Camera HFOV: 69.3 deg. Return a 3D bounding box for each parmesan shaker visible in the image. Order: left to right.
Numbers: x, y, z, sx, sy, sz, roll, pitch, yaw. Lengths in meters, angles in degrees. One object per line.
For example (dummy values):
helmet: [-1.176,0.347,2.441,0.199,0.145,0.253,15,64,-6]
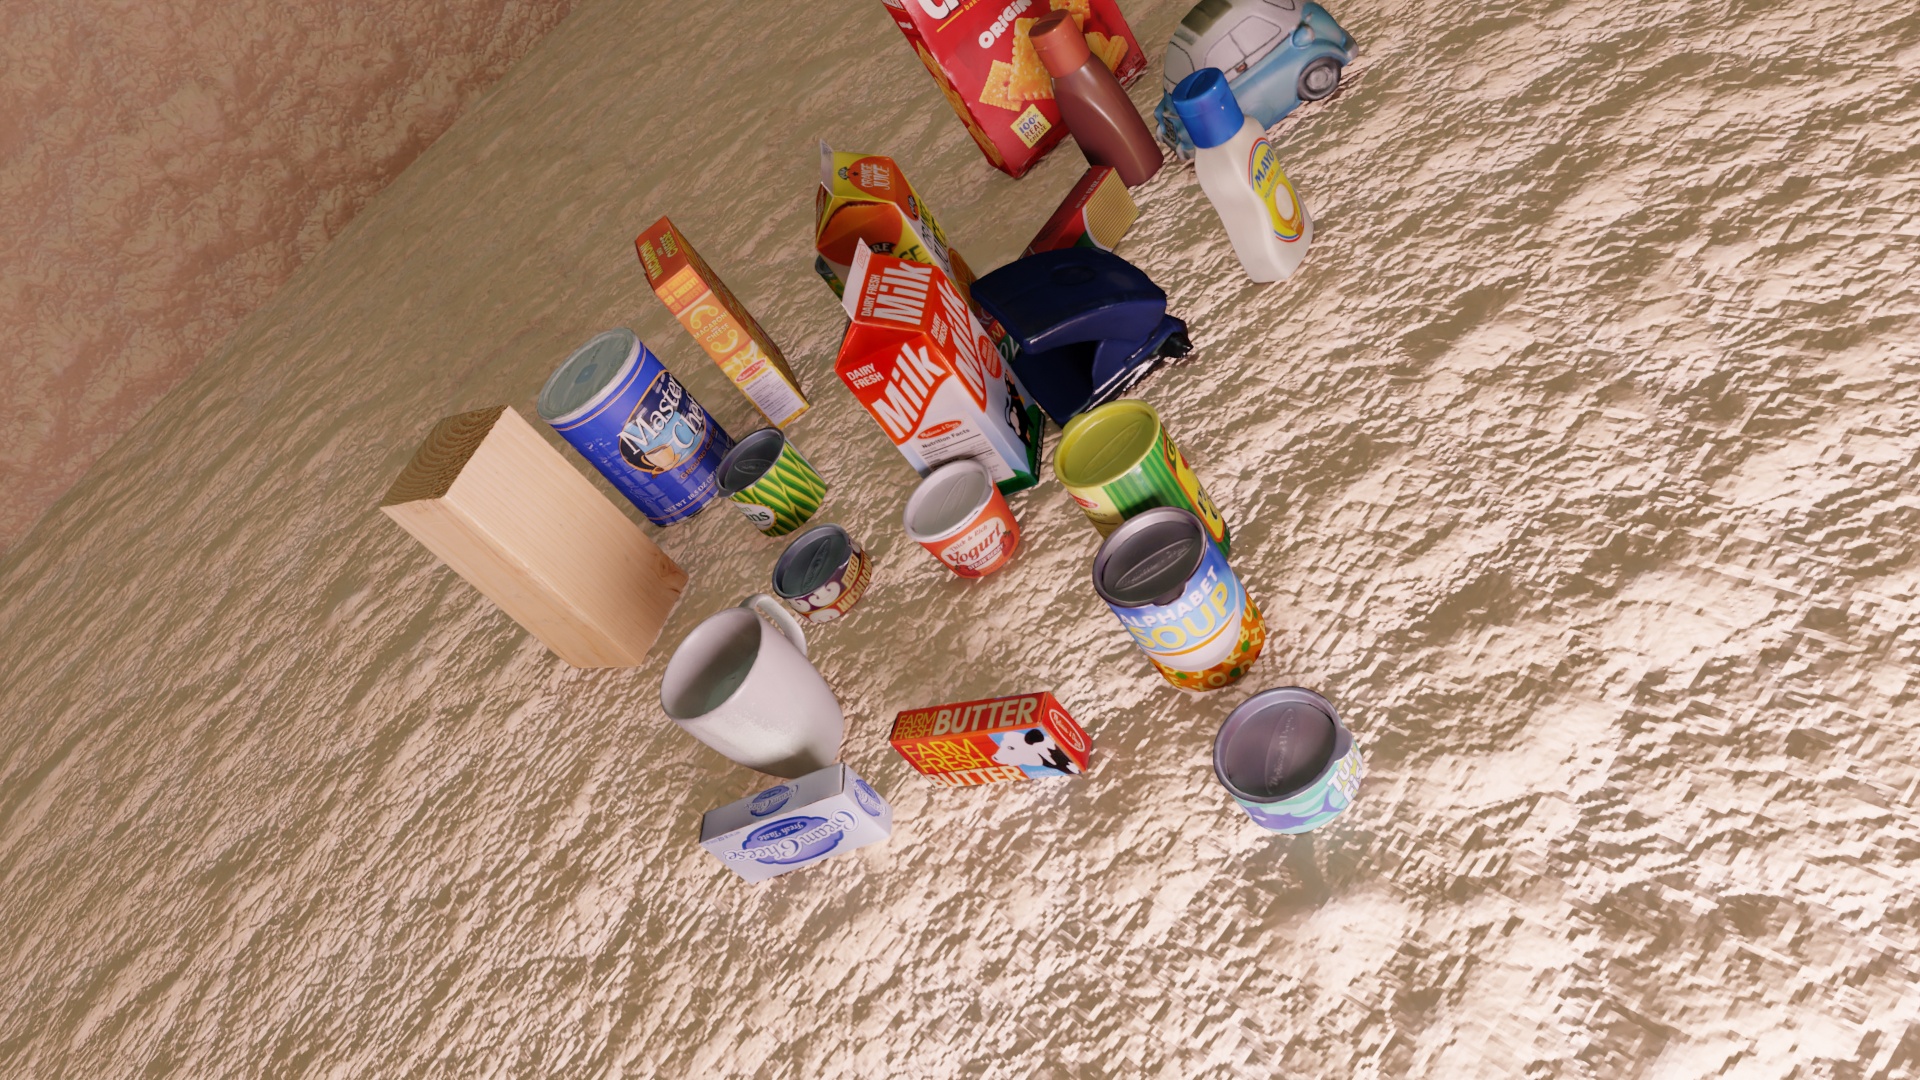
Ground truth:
parmesan shaker: [0.106,-0.024,0.805,0.071,0.102,0.072,-23,40,21]

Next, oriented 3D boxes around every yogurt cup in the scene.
yogurt cup: [0.003,-0.012,0.921,0.072,0.053,0.073,-23,40,21]

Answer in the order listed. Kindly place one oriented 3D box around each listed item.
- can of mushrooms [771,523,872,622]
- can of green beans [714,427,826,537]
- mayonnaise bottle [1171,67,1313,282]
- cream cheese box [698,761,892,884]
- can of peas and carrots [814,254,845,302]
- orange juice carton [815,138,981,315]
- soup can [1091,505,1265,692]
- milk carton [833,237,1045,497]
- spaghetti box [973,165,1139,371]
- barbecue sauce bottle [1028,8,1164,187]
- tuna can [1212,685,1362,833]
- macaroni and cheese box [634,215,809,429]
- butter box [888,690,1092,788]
can of mushrooms: [-0.096,0.023,0.987,0.071,0.033,0.071,-23,40,21]
can of green beans: [-0.147,-0.045,1.081,0.071,0.057,0.071,-23,40,21]
mayonnaise bottle: [0.188,-0.244,0.925,0.041,0.147,0.065,2,53,42]
cream cheese box: [-0.097,0.168,0.821,0.103,0.053,0.024,-23,40,21]
can of peas and carrots: [-0.084,-0.236,1.224,0.071,0.058,0.071,-23,40,21]
orange juice carton: [-0.052,-0.219,1.067,0.073,0.192,0.072,-26,39,18]
soup can: [0.119,0.035,0.748,0.071,0.083,0.072,-23,40,21]
milk carton: [-0.021,-0.112,0.931,0.073,0.190,0.073,-19,42,26]
spaghetti box: [0.053,-0.182,1.058,0.029,0.050,0.251,15,62,48]
barbecue sauce bottle: [0.105,-0.350,1.106,0.065,0.148,0.044,18,65,49]
tuna can: [0.162,0.107,0.679,0.071,0.032,0.071,-23,40,21]
macaroni and cheese box: [-0.204,-0.185,1.184,0.040,0.166,0.124,-37,37,4]
butter box: [0.016,0.113,0.781,0.103,0.053,0.024,-12,45,32]
